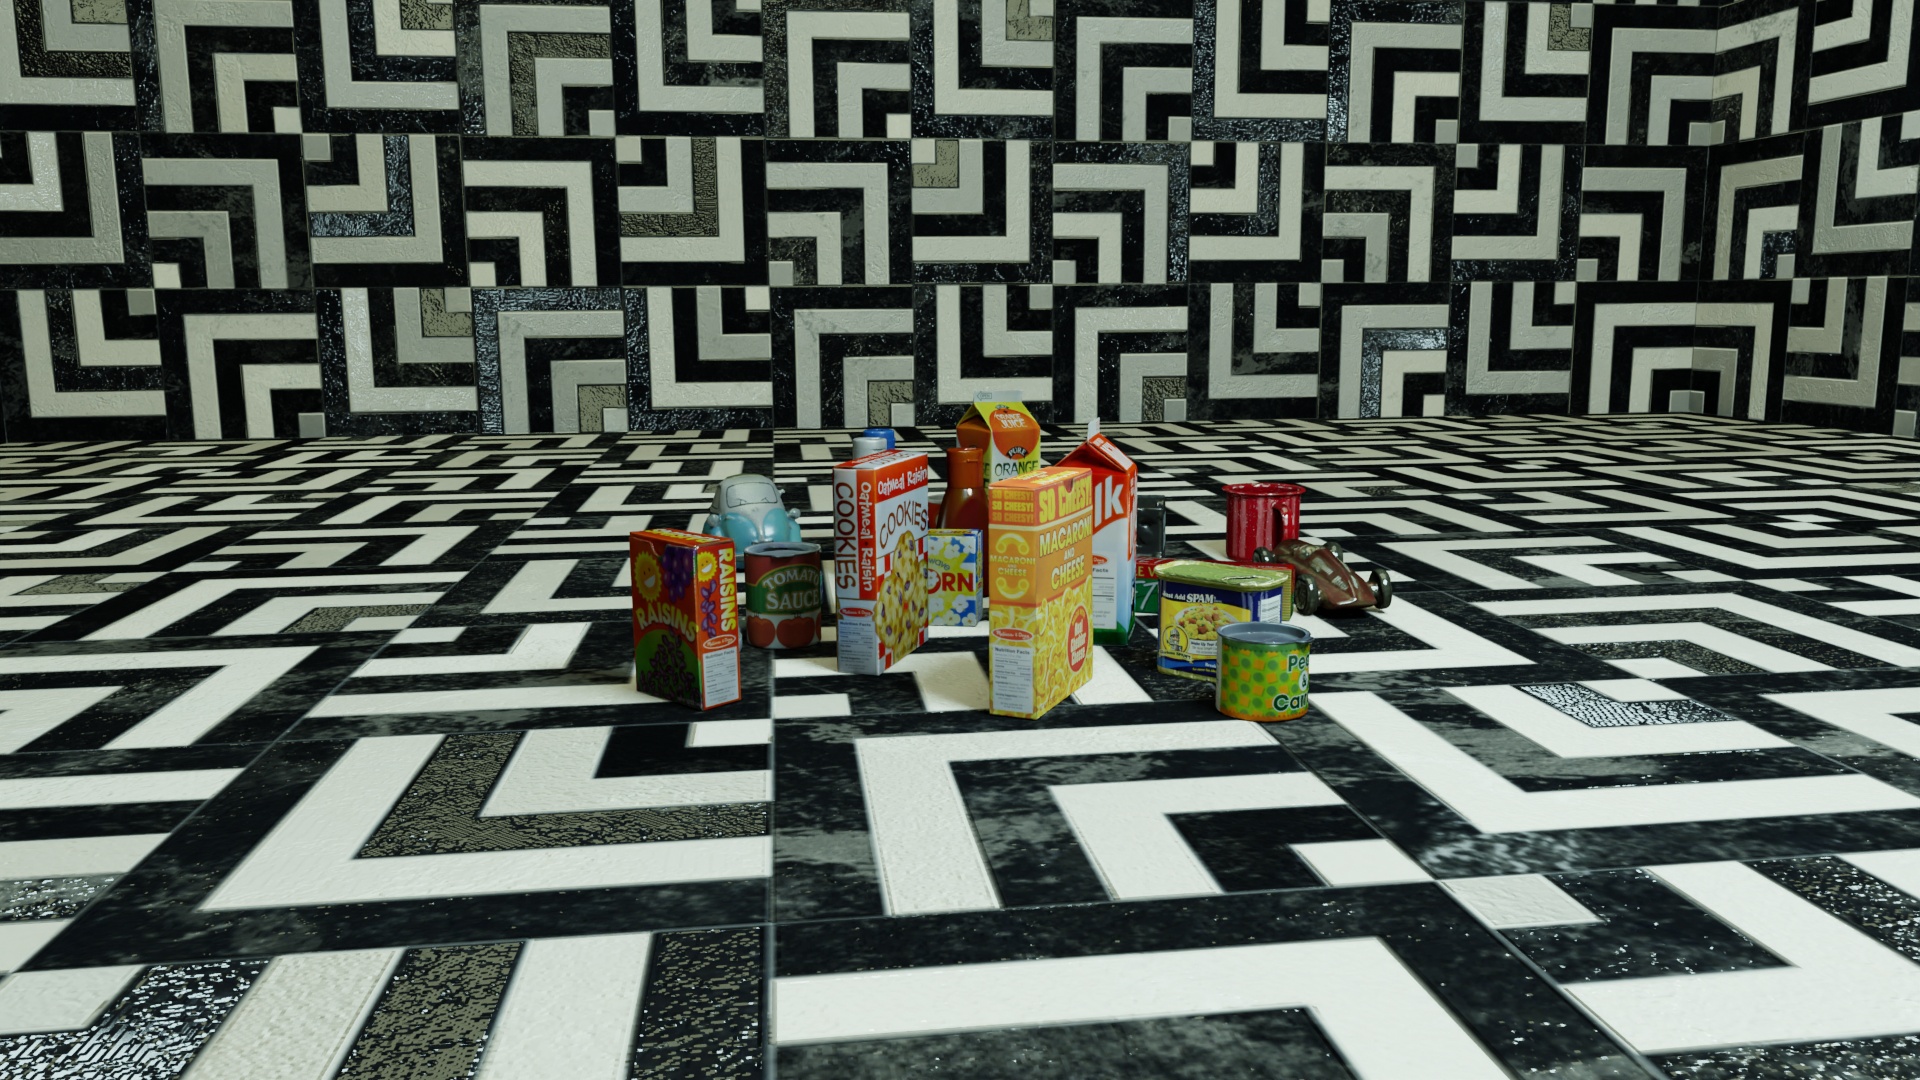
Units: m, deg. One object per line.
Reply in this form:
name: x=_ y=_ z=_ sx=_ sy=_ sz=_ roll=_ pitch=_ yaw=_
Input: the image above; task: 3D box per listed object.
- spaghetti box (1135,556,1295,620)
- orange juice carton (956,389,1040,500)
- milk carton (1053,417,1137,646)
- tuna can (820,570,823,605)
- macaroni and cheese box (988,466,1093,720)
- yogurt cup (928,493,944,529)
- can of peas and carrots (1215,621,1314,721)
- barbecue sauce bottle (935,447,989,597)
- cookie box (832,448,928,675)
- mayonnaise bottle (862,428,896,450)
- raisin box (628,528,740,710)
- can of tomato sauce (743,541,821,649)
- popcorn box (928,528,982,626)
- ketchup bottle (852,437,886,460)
spaghetti box: x=0.188 y=0.043 z=1.315 sx=0.250 sy=0.050 sz=0.029 roll=3 pitch=10 yaw=17
orange juice carton: x=0.044 y=-0.077 z=1.602 sx=0.072 sy=0.192 sz=0.073 roll=-7 pitch=11 yaw=-34
milk carton: x=0.115 y=-0.009 z=1.208 sx=0.073 sy=0.190 sz=0.072 roll=2 pitch=9 yaw=12
tuna can: x=-0.168 y=0.047 z=1.354 sx=0.071 sy=0.032 sz=0.071 roll=0 pitch=10 yaw=0
macaroni and cheese box: x=0.062 y=0.034 z=1.025 sx=0.040 sy=0.166 sz=0.124 roll=4 pitch=10 yaw=24
yogurt cup: x=-0.010 y=-0.028 z=1.725 sx=0.072 sy=0.054 sz=0.072 roll=0 pitch=9 yaw=0
can of peas and carrots: x=0.218 y=0.093 z=0.993 sx=0.071 sy=0.058 sz=0.071 roll=0 pitch=9 yaw=0
barbecue sauce bottle: x=0.005 y=-0.017 z=1.383 sx=0.065 sy=0.148 sz=0.043 roll=-5 pitch=10 yaw=-24
cookie box: x=-0.065 y=0.014 z=1.147 sx=0.040 sy=0.167 sz=0.123 roll=3 pitch=10 yaw=18
mayonnaise bottle: x=-0.093 y=-0.053 z=1.599 sx=0.041 sy=0.147 sz=0.065 roll=-2 pitch=9 yaw=-9
raisin box: x=-0.206 y=0.056 z=1.034 sx=0.086 sy=0.123 sz=0.040 roll=8 pitch=13 yaw=43
can of tomato sauce: x=-0.153 y=0.047 z=1.205 sx=0.071 sy=0.083 sz=0.071 roll=0 pitch=9 yaw=0
popcorn box: x=-0.044 y=0.033 z=1.279 sx=0.127 sy=0.085 sz=0.038 roll=1 pitch=9 yaw=8
ketchup bottle: x=-0.097 y=-0.036 z=1.494 sx=0.065 sy=0.148 sz=0.043 roll=-8 pitch=12 yaw=-40
